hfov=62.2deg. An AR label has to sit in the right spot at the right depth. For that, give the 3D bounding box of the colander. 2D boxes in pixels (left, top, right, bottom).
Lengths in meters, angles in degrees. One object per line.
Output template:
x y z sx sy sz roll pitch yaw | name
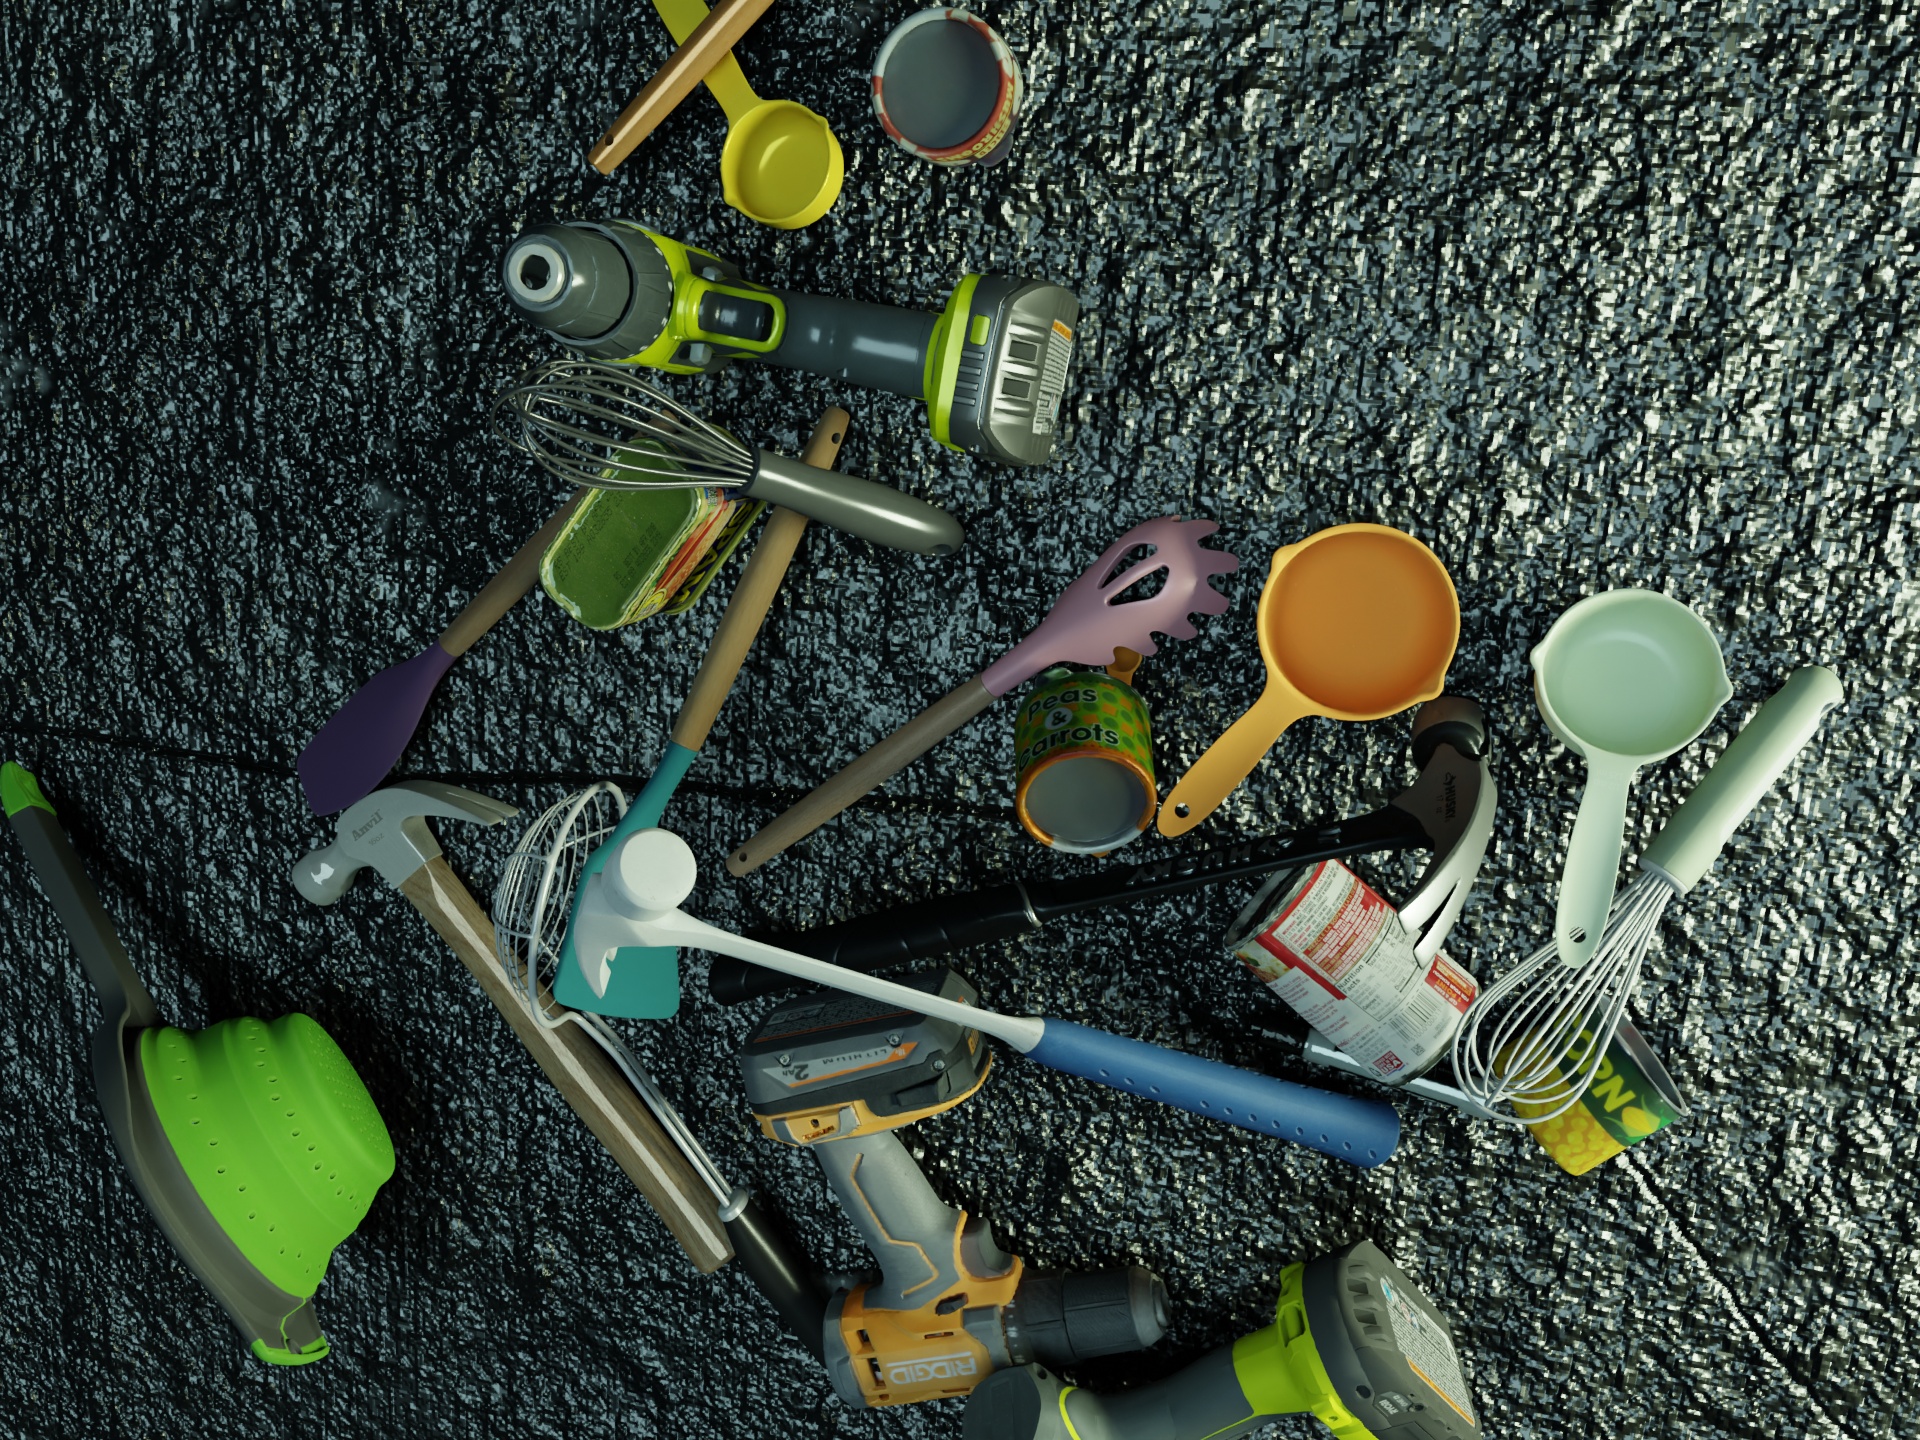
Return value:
-0.432 0.169 0.917 0.094 0.204 0.397 -31 75 -14 | colander

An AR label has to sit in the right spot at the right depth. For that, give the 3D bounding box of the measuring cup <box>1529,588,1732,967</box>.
0.282 0.026 0.698 0.083 0.038 0.167 12 83 16 | measuring cup

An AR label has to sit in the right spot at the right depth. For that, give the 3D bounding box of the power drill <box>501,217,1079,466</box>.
-0.072 -0.172 0.699 0.228 0.190 0.080 13 101 7 | power drill

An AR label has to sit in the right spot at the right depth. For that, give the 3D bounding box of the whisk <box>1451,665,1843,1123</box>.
0.305 0.075 0.700 0.059 0.057 0.246 39 91 31 | whisk

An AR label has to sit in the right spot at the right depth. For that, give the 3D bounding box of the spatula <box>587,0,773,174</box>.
-0.062 -0.372 0.718 0.322 0.041 0.081 -43 78 13 | spatula

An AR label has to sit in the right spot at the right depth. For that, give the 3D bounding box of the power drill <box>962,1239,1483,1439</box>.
0.136 0.356 0.800 0.223 0.080 0.171 -29 125 20 | power drill

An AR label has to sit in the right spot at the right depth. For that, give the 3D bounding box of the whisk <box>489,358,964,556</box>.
-0.097 -0.111 0.726 0.238 0.055 0.055 14 111 -34 | whisk

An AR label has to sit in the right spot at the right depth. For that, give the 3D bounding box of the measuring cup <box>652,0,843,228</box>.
-0.108 -0.305 0.768 0.062 0.029 0.156 -33 80 16 | measuring cup

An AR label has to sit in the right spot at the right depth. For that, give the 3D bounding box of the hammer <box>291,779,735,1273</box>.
-0.232 0.173 0.898 0.130 0.031 0.331 -38 91 20 | hammer

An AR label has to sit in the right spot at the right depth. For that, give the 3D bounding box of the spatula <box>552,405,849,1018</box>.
-0.118 -0.007 0.787 0.044 0.082 0.317 25 92 40 | spatula

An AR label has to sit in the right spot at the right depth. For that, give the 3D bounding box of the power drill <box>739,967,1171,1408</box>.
-0.002 0.249 0.831 0.185 0.084 0.226 -13 102 15 | power drill

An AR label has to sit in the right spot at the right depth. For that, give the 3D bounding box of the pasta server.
-0.001 -0.003 0.797 0.316 0.040 0.060 -35 68 25 | pasta server

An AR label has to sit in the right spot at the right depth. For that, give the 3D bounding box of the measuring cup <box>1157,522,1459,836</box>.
0.152 -0.015 0.735 0.095 0.052 0.173 42 103 3 | measuring cup

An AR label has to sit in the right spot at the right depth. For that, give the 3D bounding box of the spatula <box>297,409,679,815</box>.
-0.259 -0.055 0.859 0.316 0.018 0.060 -41 62 18 | spatula

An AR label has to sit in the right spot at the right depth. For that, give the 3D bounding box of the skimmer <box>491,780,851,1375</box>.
-0.132 0.203 0.849 0.090 0.127 0.363 -27 104 18 | skimmer

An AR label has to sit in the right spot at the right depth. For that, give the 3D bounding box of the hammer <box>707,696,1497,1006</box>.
0.049 0.089 0.761 0.409 0.149 0.036 -16 118 26 | hammer

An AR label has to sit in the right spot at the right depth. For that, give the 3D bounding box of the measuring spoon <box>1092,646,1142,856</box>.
0.076 0.013 0.794 0.021 0.011 0.117 9 108 12 | measuring spoon

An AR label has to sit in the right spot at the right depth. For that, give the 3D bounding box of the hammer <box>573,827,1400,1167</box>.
0.020 0.142 0.731 0.405 0.035 0.144 20 151 -17 | hammer
